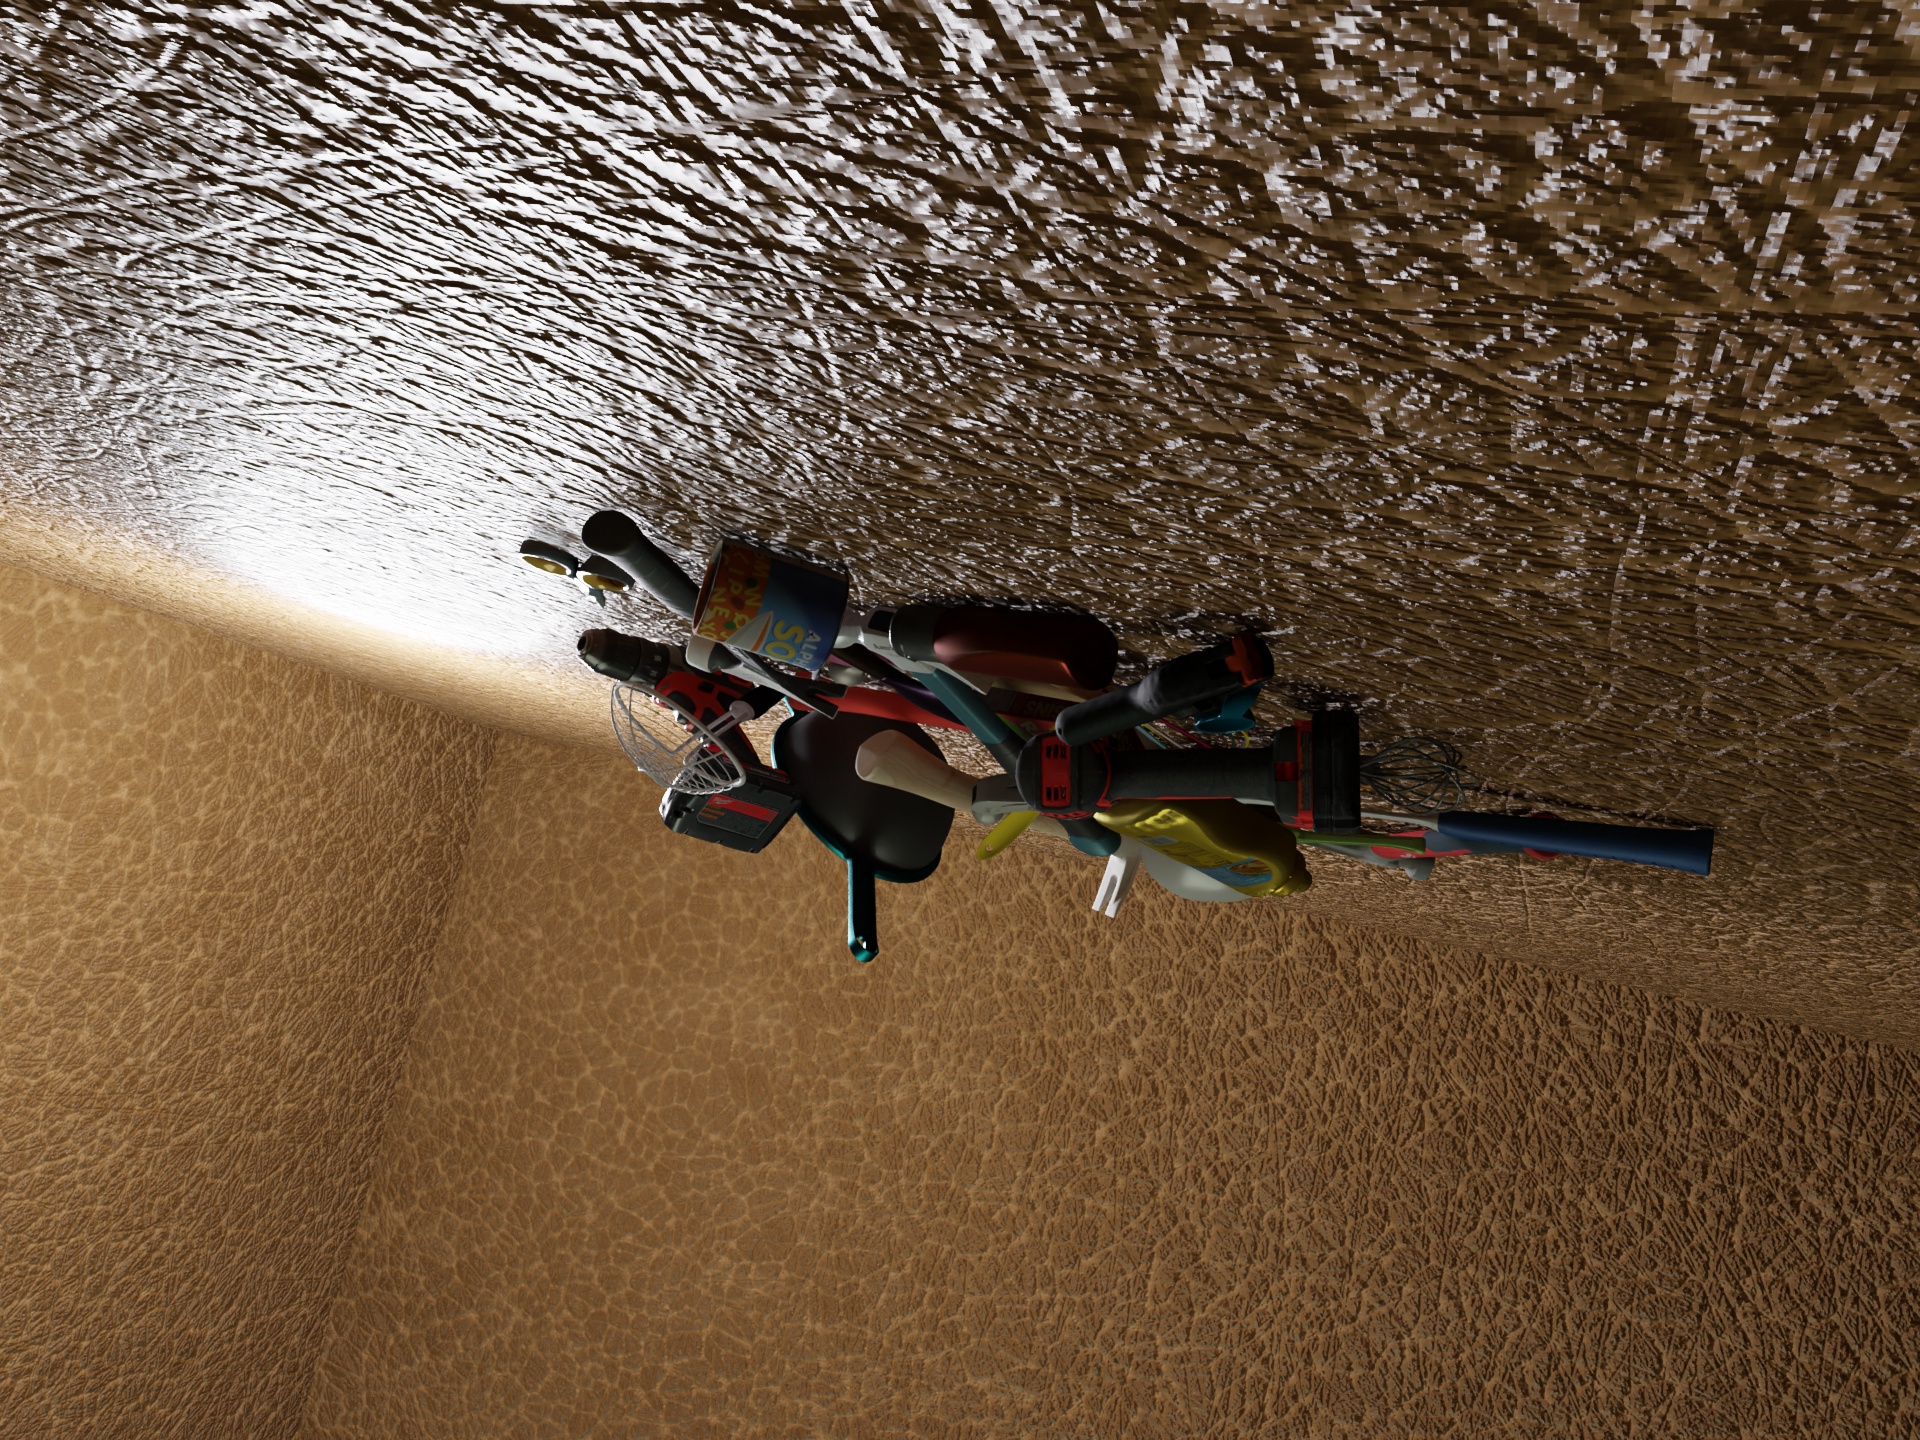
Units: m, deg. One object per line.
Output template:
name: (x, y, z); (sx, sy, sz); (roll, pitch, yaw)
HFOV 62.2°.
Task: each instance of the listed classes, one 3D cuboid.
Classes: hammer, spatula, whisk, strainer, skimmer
hammer: (0.176, 0.075, 1.431); (0.331, 0.031, 0.130); (2, 167, 0)
spatula: (-0.077, -0.047, 1.206); (0.060, 0.018, 0.315); (7, 164, 40)
hammer: (0.424, 0.106, 1.440); (0.143, 0.038, 0.386); (16, 172, -3)
whisk: (0.296, 0.036, 1.149); (0.055, 0.055, 0.239); (16, 177, -14)
hammer: (0.050, 0.093, 1.561); (0.410, 0.146, 0.038); (19, 180, -45)
strainer: (0.274, 0.126, 1.386); (0.256, 0.069, 0.151); (3, 172, 6)
strainer: (-0.072, 0.086, 1.509); (0.210, 0.095, 0.341); (33, -154, -24)
hammer: (0.367, 0.077, 1.249); (0.406, 0.035, 0.144); (6, 180, 28)
whisk: (0.109, -0.014, 1.125); (0.244, 0.051, 0.047); (22, 175, -30)
hammer: (0.031, 0.016, 1.200); (0.128, 0.033, 0.330); (8, 154, 40)
hammer: (-0.002, -0.005, 1.417); (0.359, 0.037, 0.149); (10, 171, 27)
skimmer: (-0.196, -0.016, 1.382); (0.127, 0.090, 0.363); (34, -162, 3)
hammer: (-0.190, -0.076, 1.191); (0.149, 0.036, 0.408); (22, 172, 11)

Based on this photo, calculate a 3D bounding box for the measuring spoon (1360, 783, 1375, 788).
measuring spoon: (0.316, 0.057, 1.371); (0.021, 0.011, 0.117); (18, 171, -26)

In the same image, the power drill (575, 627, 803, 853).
power drill: (-0.255, 0.006, 1.478); (0.187, 0.080, 0.227); (22, -153, -40)

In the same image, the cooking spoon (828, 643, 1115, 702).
cooking spoon: (-0.016, -0.043, 1.229); (0.319, 0.017, 0.068); (11, 167, 23)

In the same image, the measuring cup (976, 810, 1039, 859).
measuring cup: (0.071, 0.076, 1.509); (0.062, 0.156, 0.029); (43, -162, -6)

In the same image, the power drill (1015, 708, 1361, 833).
power drill: (0.154, 0.037, 1.068); (0.219, 0.078, 0.143); (-1, 175, 12)

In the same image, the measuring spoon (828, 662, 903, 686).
measuring spoon: (-0.080, -0.039, 1.370); (0.034, 0.018, 0.124); (18, 171, -28)

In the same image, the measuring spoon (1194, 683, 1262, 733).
measuring spoon: (0.184, -0.018, 1.069); (0.042, 0.021, 0.128); (-1, 163, -1)
